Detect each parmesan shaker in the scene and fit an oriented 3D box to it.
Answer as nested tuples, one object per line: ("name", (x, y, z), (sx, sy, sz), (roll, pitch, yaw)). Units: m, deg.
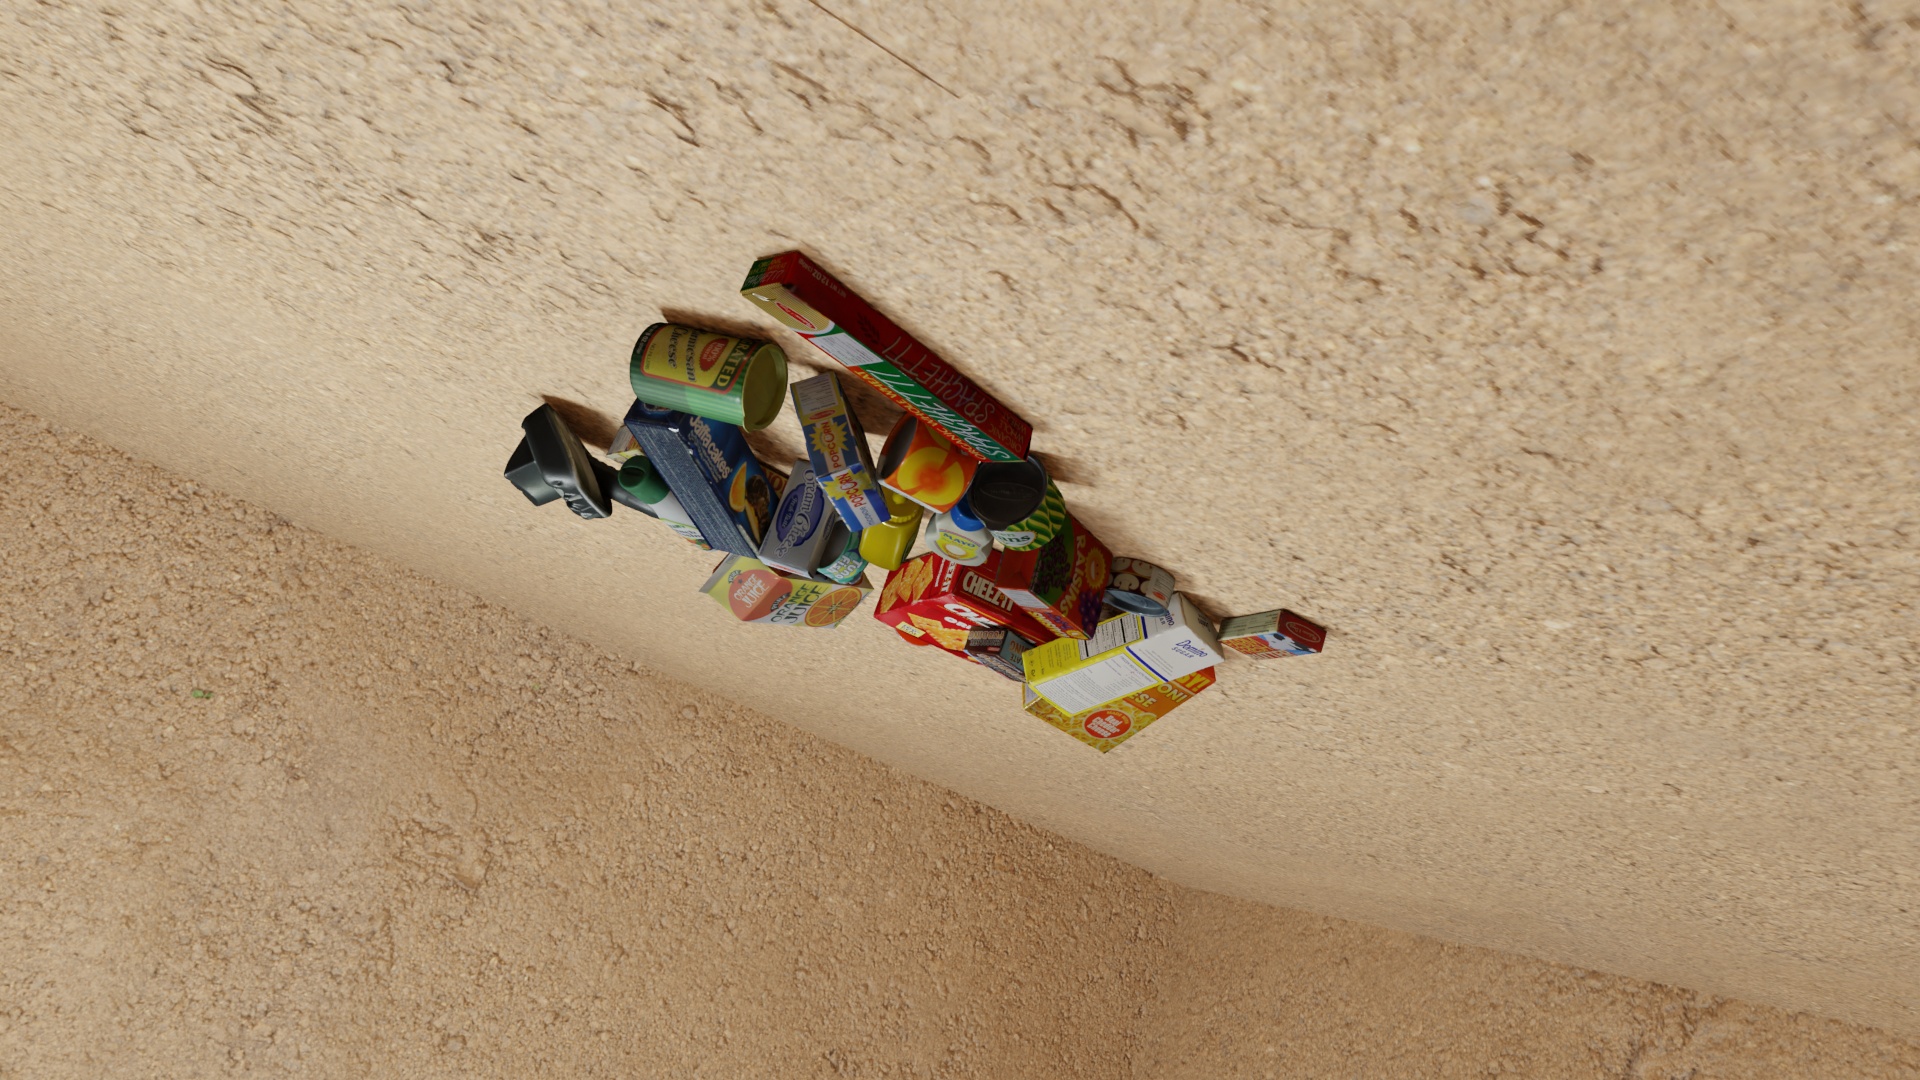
("parmesan shaker", (-0.195, -0.125, 1.067), (0.103, 0.071, 0.071), (14, 163, 19))

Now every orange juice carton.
("orange juice carton", (-0.187, 0.039, 1.460), (0.193, 0.071, 0.073), (11, -140, -54))

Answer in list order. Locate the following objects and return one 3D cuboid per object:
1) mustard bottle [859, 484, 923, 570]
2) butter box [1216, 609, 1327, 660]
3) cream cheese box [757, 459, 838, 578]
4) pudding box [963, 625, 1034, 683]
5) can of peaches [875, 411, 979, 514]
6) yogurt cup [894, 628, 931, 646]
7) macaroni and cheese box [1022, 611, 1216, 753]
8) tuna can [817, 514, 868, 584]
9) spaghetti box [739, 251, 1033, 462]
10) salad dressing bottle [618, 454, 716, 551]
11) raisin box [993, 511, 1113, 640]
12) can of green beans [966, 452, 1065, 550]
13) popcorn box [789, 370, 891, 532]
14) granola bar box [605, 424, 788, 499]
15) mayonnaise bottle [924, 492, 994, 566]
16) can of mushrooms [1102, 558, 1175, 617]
("mustard bottle", (-0.060, -0.021, 1.276), (0.049, 0.065, 0.159), (24, 160, 1))
("butter box", (0.289, 0.089, 1.300), (0.053, 0.024, 0.103), (25, 163, -17))
("cream cheese box", (-0.146, -0.021, 1.299), (0.053, 0.104, 0.024), (16, 165, 15))
("pudding box", (0.048, 0.116, 1.406), (0.049, 0.030, 0.083), (4, 156, 42))
("can of peaches", (-0.025, -0.064, 1.089), (0.058, 0.071, 0.071), (27, 162, -22))
("yogurt cup", (-0.042, 0.083, 1.602), (0.072, 0.072, 0.053), (21, 156, -5))
("macaroni and cheese box", (0.165, 0.149, 1.466), (0.123, 0.040, 0.165), (31, 127, -27))
("tuna can", (-0.122, 0.010, 1.437), (0.033, 0.071, 0.071), (32, 160, -35))
("spaghetti box", (-0.045, -0.122, 0.979), (0.050, 0.029, 0.250), (1, 156, 47))
("salad dressing bottle", (-0.279, -0.037, 1.366), (0.064, 0.044, 0.147), (12, 162, 29))
("raisin box", (0.085, 0.026, 1.217), (0.040, 0.086, 0.123), (2, 157, 34))
("can of green beans", (0.045, -0.031, 1.107), (0.071, 0.071, 0.057), (12, 162, 24))
("popcorn box", (-0.094, -0.068, 1.107), (0.038, 0.085, 0.126), (-18, 159, 2))
("granola bar box", (-0.253, -0.068, 1.388), (0.165, 0.039, 0.124), (30, 162, -32))
("mayonnaise bottle", (0.004, -0.016, 1.253), (0.065, 0.041, 0.147), (21, 165, 0))
("can of mushrooms", (0.161, 0.043, 1.282), (0.071, 0.033, 0.071), (17, 164, 5))
